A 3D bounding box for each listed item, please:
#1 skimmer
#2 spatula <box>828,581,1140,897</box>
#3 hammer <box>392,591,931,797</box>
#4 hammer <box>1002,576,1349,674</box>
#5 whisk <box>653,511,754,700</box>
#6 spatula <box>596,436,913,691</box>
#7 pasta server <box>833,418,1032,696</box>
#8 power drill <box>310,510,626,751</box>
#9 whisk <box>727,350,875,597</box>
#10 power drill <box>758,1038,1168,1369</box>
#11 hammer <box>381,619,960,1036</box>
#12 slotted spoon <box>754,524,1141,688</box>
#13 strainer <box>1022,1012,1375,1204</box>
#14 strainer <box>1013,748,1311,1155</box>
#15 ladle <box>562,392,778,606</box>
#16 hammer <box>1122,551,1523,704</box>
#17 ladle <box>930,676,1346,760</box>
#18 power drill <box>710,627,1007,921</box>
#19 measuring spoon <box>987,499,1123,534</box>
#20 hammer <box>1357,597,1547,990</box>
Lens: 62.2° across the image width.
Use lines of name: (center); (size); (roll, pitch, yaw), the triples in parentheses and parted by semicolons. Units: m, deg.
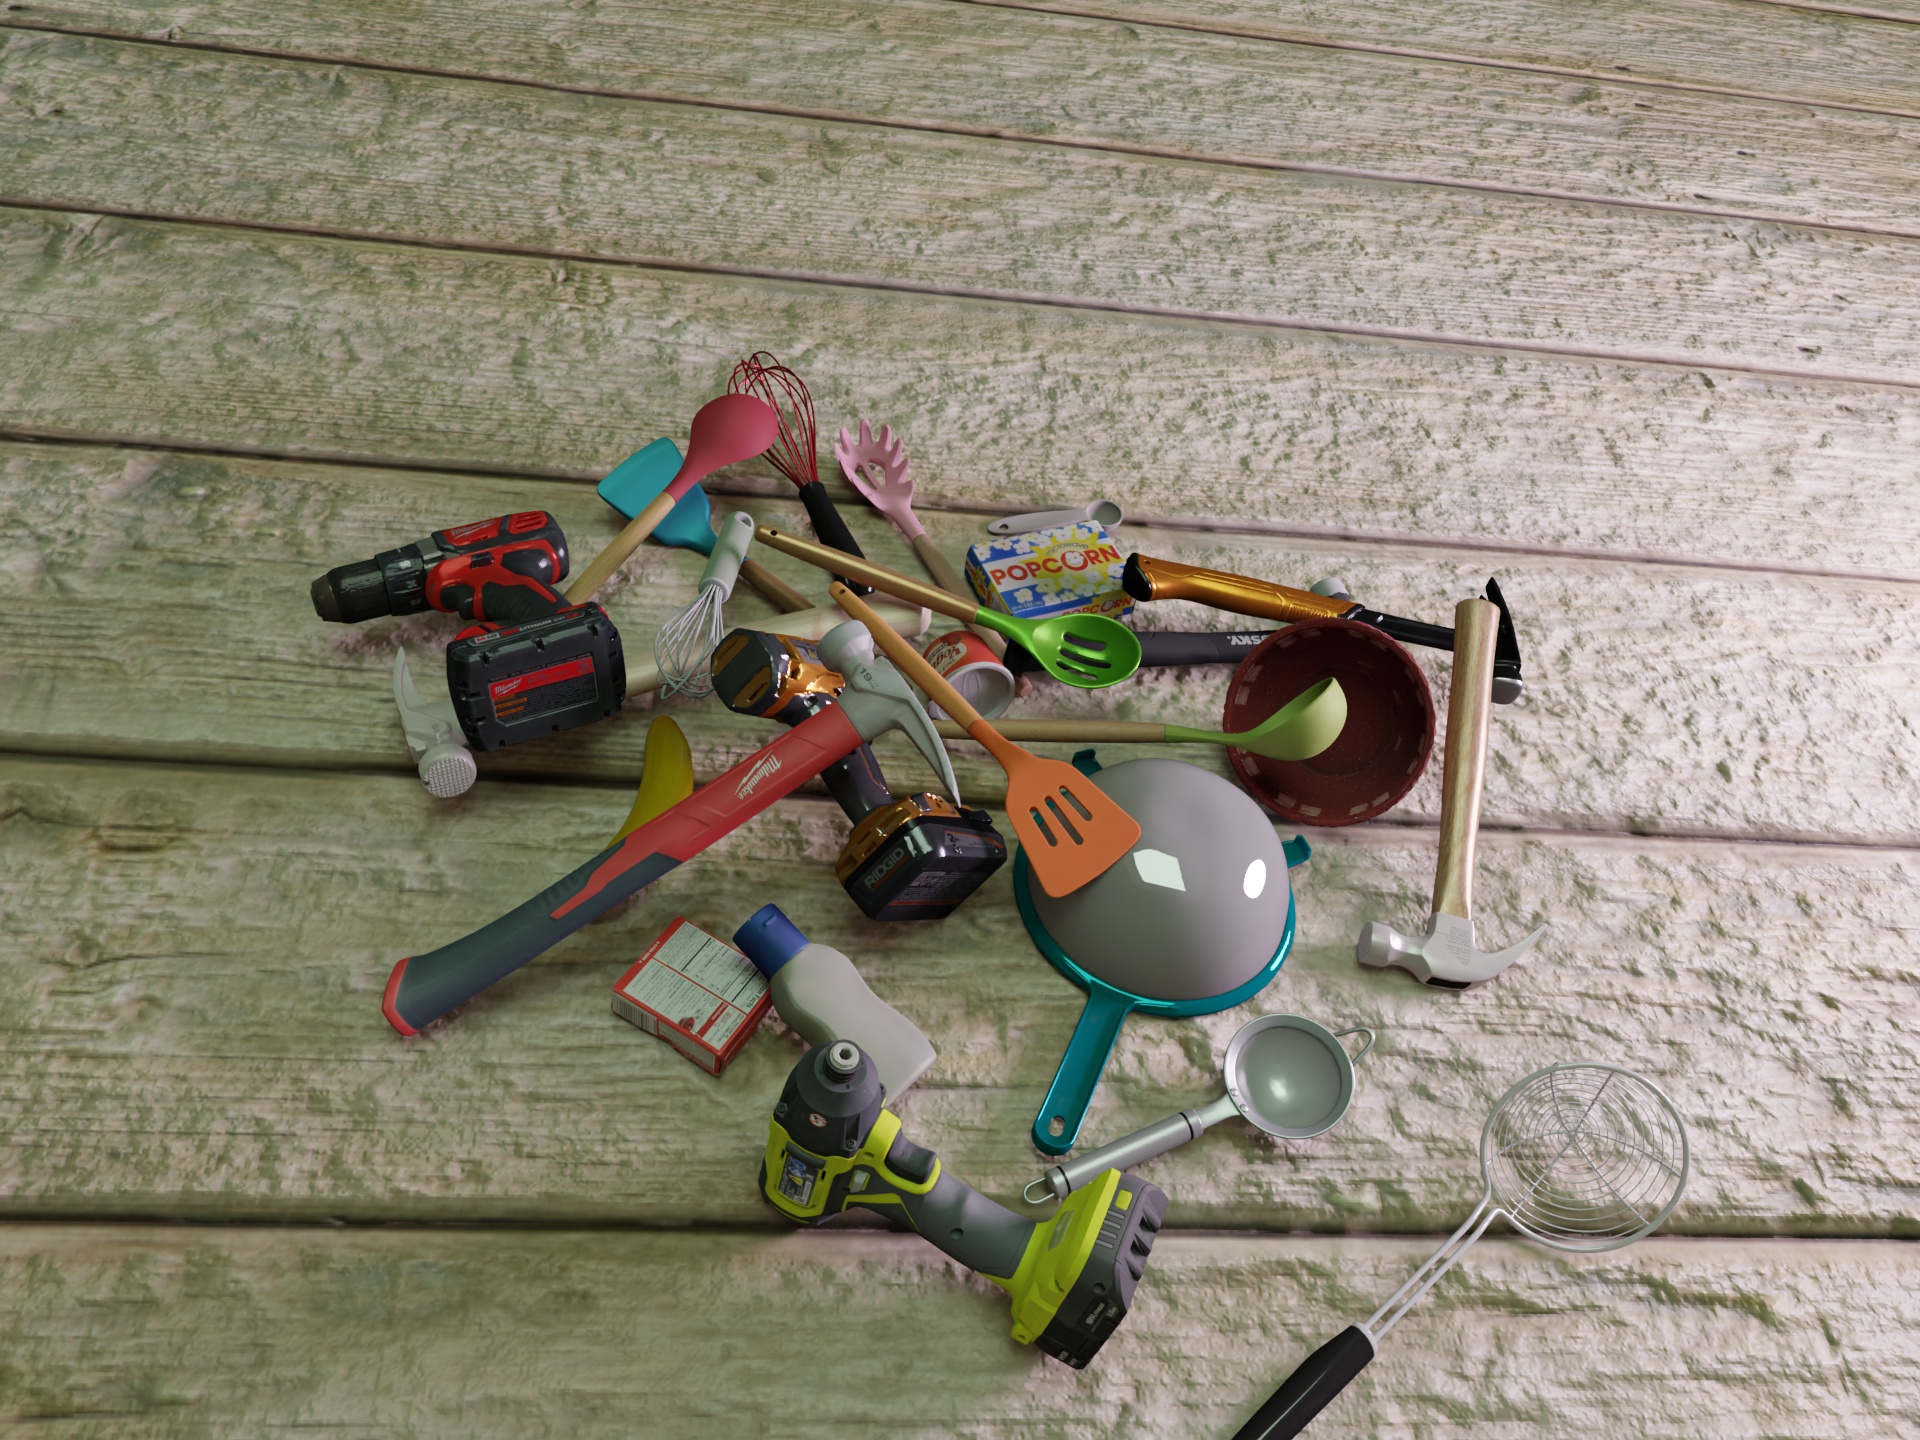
skimmer: (0.300, 0.338, 0.959); (0.363, 0.090, 0.127); (-30, 92, -29)
spatula: (-0.002, -0.004, 1.151); (0.081, 0.041, 0.323); (-35, 55, -14)
hammer: (-0.216, -0.050, 1.210); (0.410, 0.038, 0.146); (-16, 43, -21)
hammer: (0.193, -0.055, 1.309); (0.334, 0.035, 0.146); (-2, 49, -17)
whisk: (-0.189, -0.093, 1.204); (0.057, 0.059, 0.247); (37, 30, -20)
spatula: (-0.160, -0.117, 1.300); (0.318, 0.044, 0.082); (37, 63, 19)
pasta server: (-0.022, -0.141, 1.352); (0.060, 0.040, 0.317); (-23, 58, -17)
power drill: (-0.354, -0.072, 1.146); (0.188, 0.080, 0.227); (-17, 39, -23)
whisk: (-0.136, -0.214, 1.382); (0.073, 0.073, 0.296); (-14, 58, -22)
power drill: (-0.005, 0.269, 0.910); (0.223, 0.171, 0.080); (25, 49, 7)
hammer: (-0.188, 0.095, 1.015); (0.386, 0.038, 0.143); (-33, 71, -5)
slotted spoon: (-0.011, -0.093, 1.237); (0.313, 0.031, 0.070); (20, 61, -1)
strainer: (0.155, 0.259, 1.035); (0.258, 0.050, 0.087); (-18, 59, -18)
strainer: (0.124, 0.139, 1.095); (0.211, 0.095, 0.340); (23, 48, 9)
ladle: (-0.254, -0.163, 1.290); (0.069, 0.031, 0.315); (32, 65, 11)
hammer: (0.300, -0.097, 1.329); (0.337, 0.034, 0.127); (11, 47, -5)
ladle: (0.127, -0.003, 1.201); (0.320, 0.062, 0.078); (1, 7, 8)
power drill: (-0.063, 0.033, 1.137); (0.226, 0.084, 0.185); (53, 19, 23)
measuring spoon: (0.084, -0.175, 1.421); (0.124, 0.018, 0.034); (-8, 53, -9)
hammer: (0.388, 0.049, 1.222); (0.130, 0.031, 0.331); (15, 62, 0)
